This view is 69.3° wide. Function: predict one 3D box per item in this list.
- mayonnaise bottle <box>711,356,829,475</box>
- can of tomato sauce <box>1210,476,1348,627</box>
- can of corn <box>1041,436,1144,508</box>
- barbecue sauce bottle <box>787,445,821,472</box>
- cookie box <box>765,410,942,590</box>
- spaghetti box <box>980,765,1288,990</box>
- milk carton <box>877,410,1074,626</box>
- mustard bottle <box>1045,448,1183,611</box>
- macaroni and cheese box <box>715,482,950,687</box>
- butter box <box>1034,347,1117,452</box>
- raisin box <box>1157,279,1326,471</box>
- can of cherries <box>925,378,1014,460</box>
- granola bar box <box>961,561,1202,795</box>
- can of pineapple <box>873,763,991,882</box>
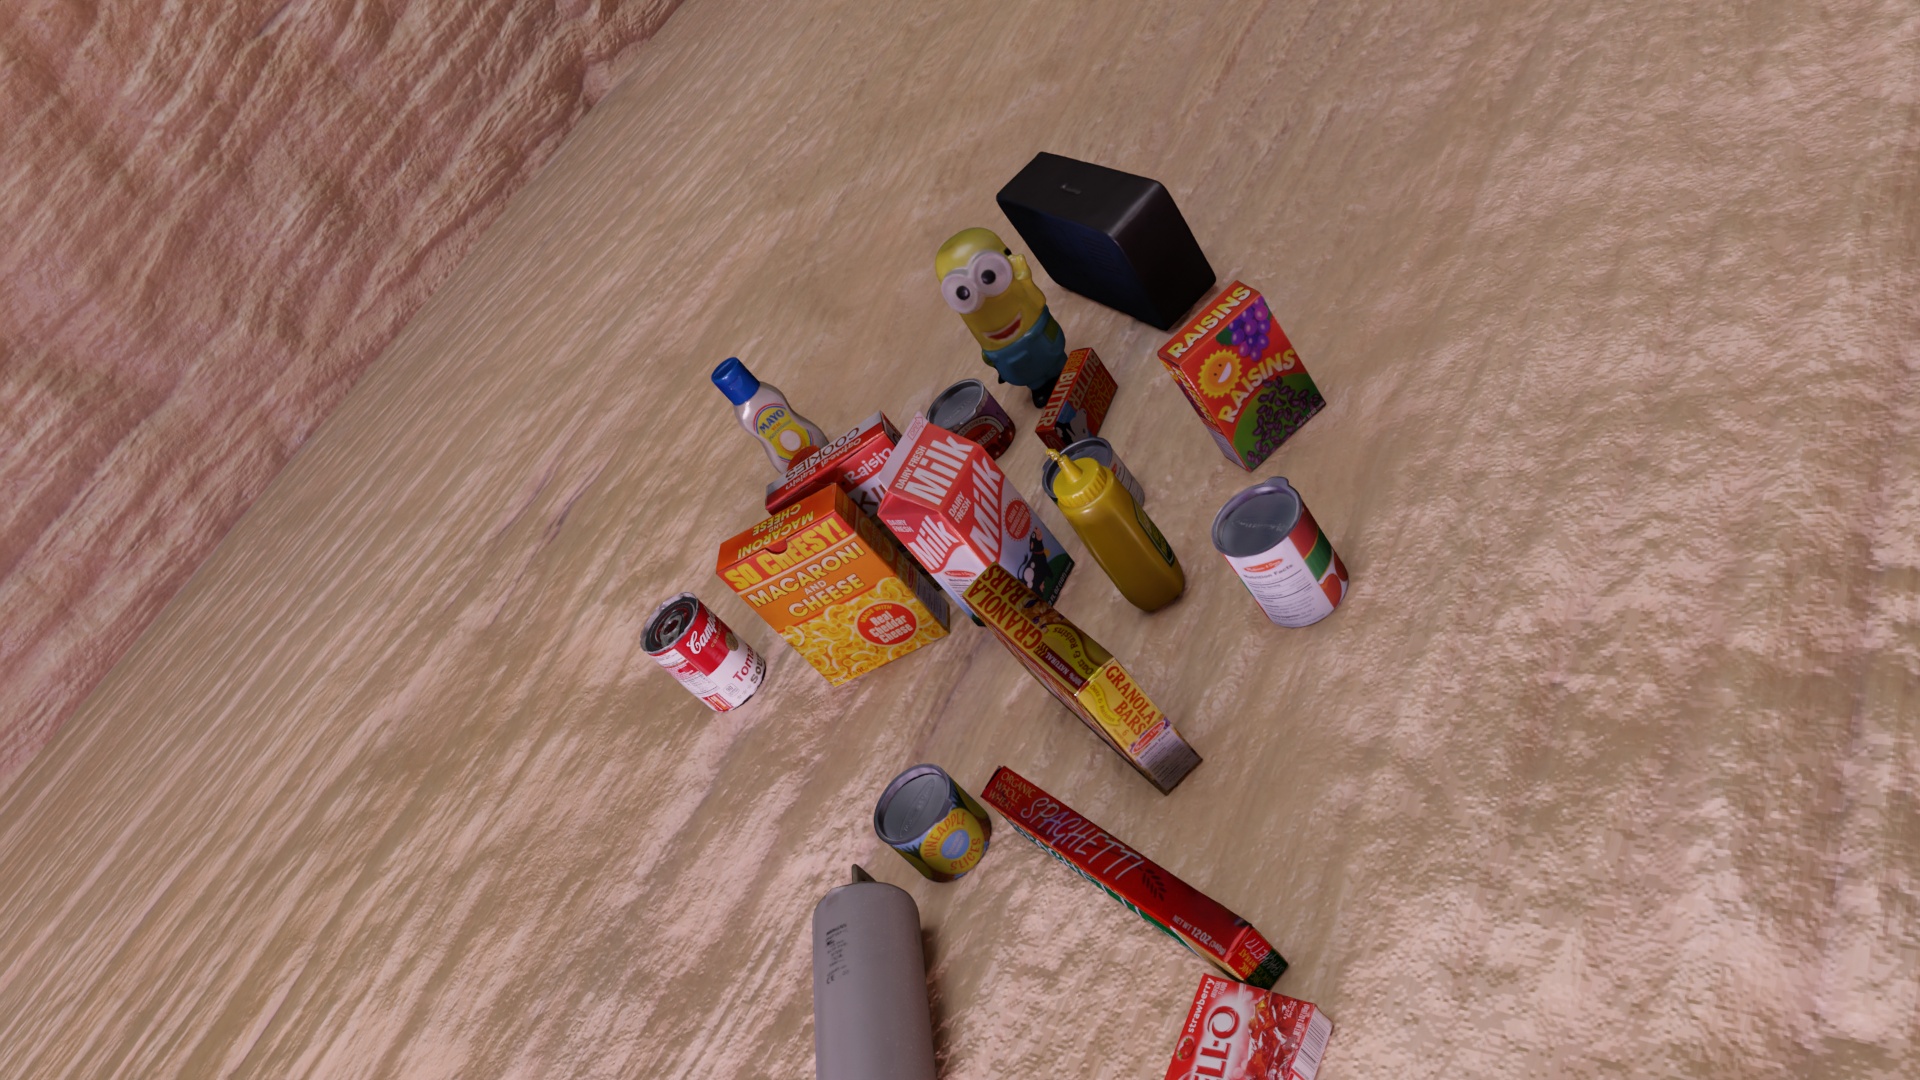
[{"bbox_3d":[-0.204,-0.131,1.473,0.065,0.147,0.041,-42,34,-1],"label":"mayonnaise bottle"},{"bbox_3d":[0.223,0.009,0.963,0.071,0.083,0.071,-26,37,22],"label":"can of tomato sauce"},{"bbox_3d":[0.109,-0.043,1.153,0.071,0.058,0.071,-26,37,21],"label":"can of corn"},{"bbox_3d":[-0.097,-0.025,1.251,0.043,0.148,0.065,-6,48,41],"label":"barbecue sauce bottle"},{"bbox_3d":[-0.069,-0.016,1.197,0.123,0.167,0.040,-33,35,12],"label":"cookie box"},{"bbox_3d":[0.101,0.210,0.886,0.029,0.050,0.250,-50,35,-12],"label":"spaghetti box"},{"bbox_3d":[0.004,-0.014,1.104,0.073,0.190,0.072,-1,51,44],"label":"milk carton"},{"bbox_3d":[0.110,-0.015,1.030,0.048,0.160,0.065,-31,35,15],"label":"mustard bottle"},{"bbox_3d":[-0.105,0.041,1.169,0.123,0.166,0.040,-27,37,20],"label":"macaroni and cheese box"},{"bbox_3d":[0.105,-0.119,1.246,0.024,0.053,0.104,-6,47,41],"label":"butter box"},{"bbox_3d":[0.220,-0.127,1.081,0.086,0.123,0.040,-41,34,0],"label":"raisin box"},{"bbox_3d":[0.011,-0.109,1.321,0.071,0.058,0.072,-26,37,21],"label":"can of cherries"},{"bbox_3d":[0.081,0.094,0.969,0.039,0.124,0.166,-45,34,-5],"label":"granola bar box"},{"bbox_3d":[-0.019,0.205,1.001,0.071,0.057,0.071,-26,37,21],"label":"can of pineapple"}]
